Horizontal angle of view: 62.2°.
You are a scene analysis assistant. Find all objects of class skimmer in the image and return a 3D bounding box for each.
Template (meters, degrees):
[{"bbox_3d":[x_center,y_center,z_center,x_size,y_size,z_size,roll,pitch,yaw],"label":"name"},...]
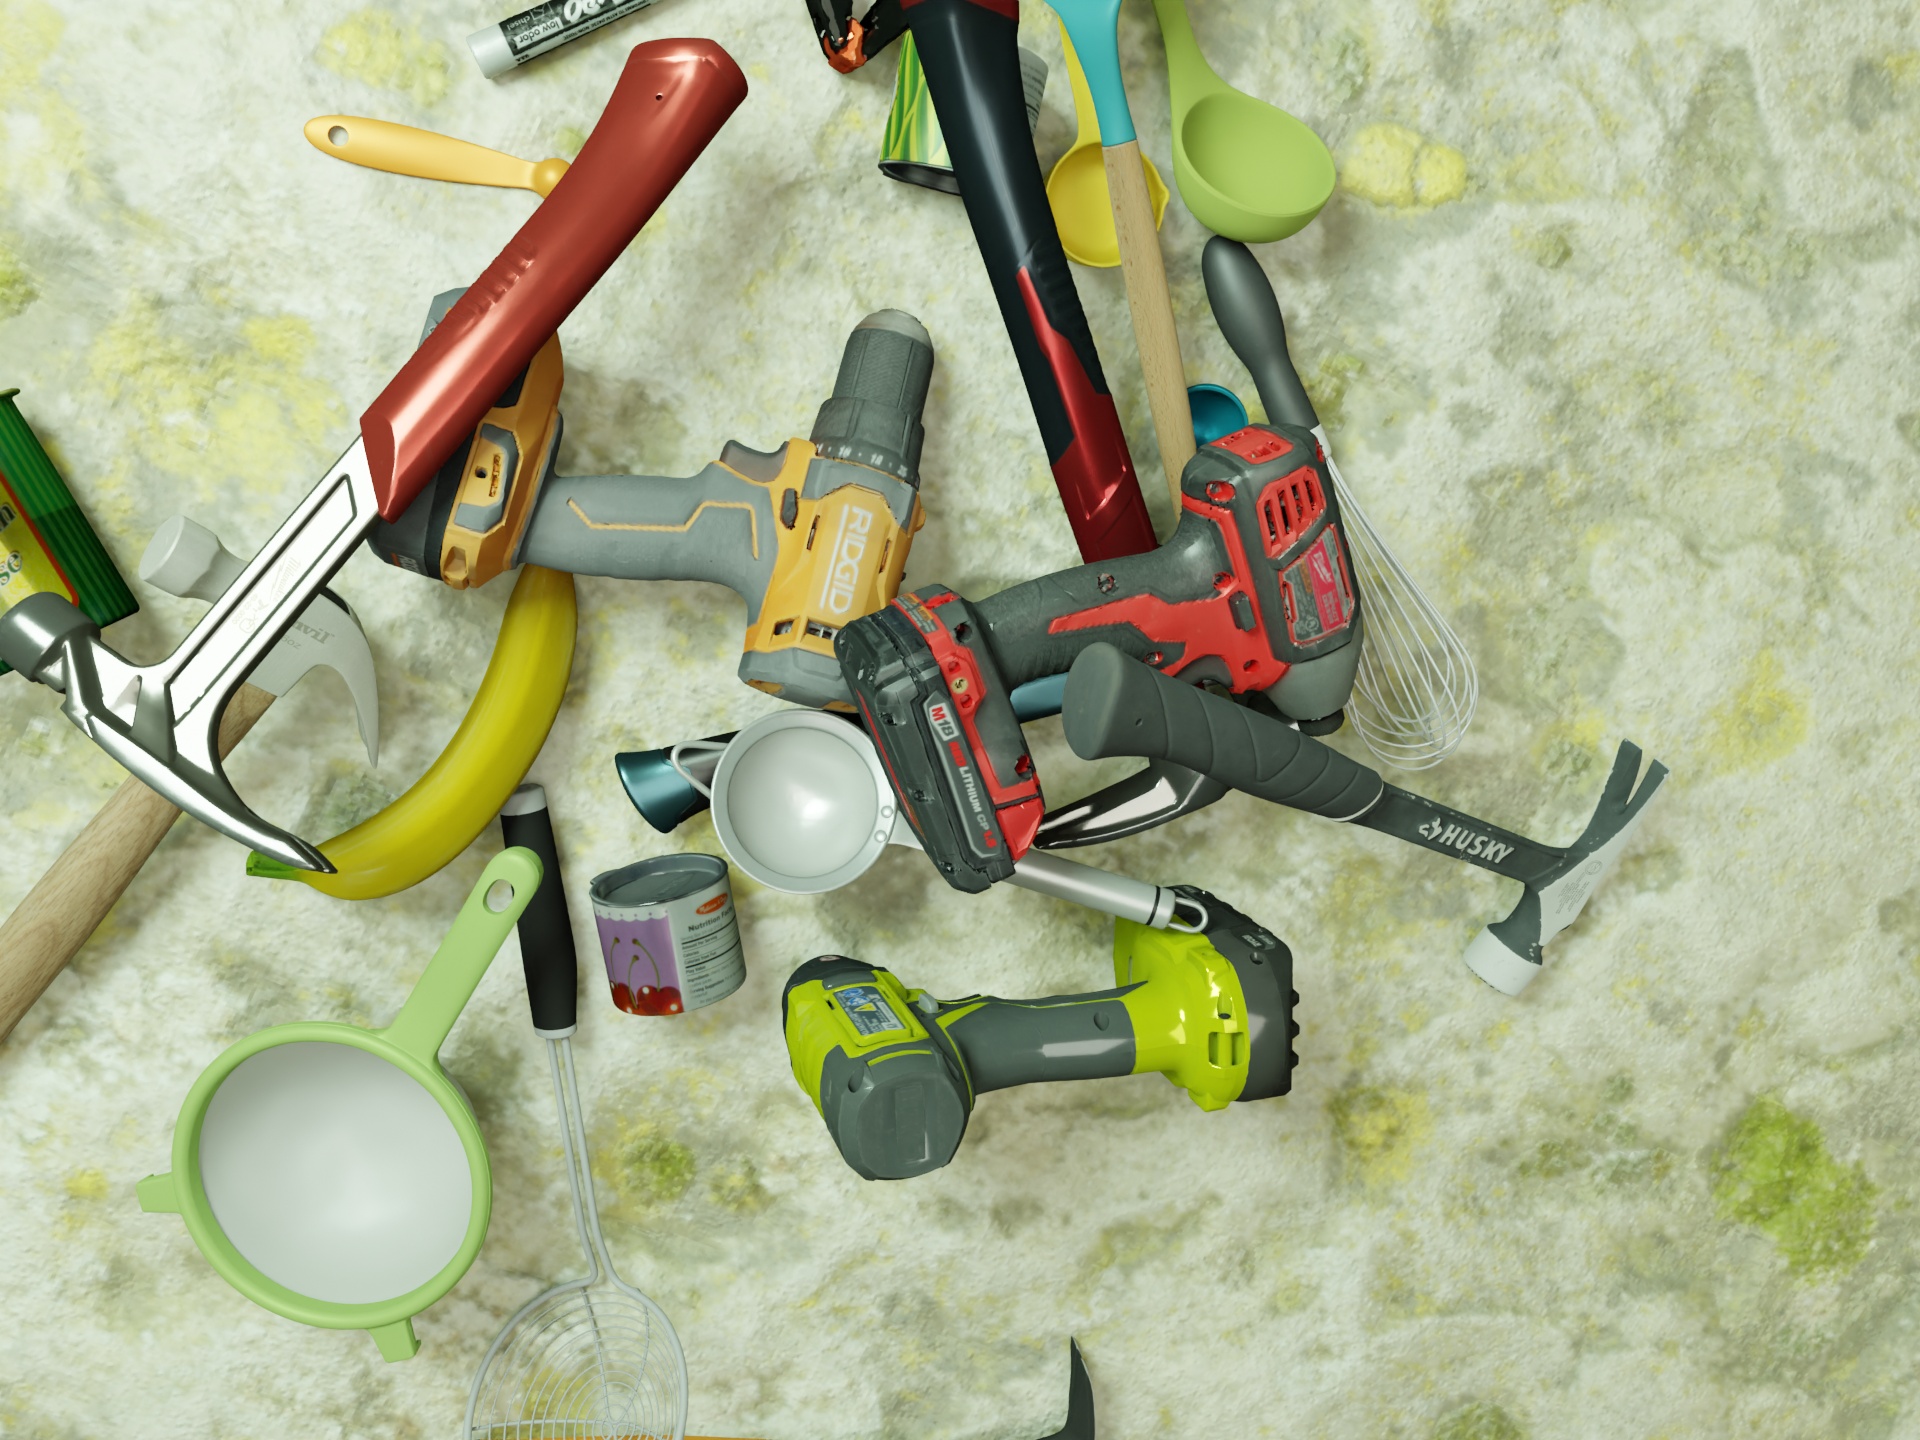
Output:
[{"bbox_3d":[-0.202,0.216,0.764,0.127,0.090,0.363,-1,102,23],"label":"skimmer"}]

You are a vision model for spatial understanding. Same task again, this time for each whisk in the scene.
[{"bbox_3d":[0.181,-0.104,0.780,0.070,0.070,0.284,-27,100,-3],"label":"whisk"}]

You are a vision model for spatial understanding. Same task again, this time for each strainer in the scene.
[{"bbox_3d":[-0.258,0.160,0.745,0.151,0.069,0.256,33,100,-2],"label":"strainer"},{"bbox_3d":[-0.009,0.058,0.737,0.258,0.050,0.087,17,73,-3],"label":"strainer"}]

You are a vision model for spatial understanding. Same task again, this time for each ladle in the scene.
[{"bbox_3d":[0.084,-0.361,0.690,0.078,0.062,0.320,-36,112,-29],"label":"ladle"}]

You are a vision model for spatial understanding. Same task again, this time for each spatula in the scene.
[{"bbox_3d":[0.082,-0.233,0.709,0.082,0.044,0.317,0,117,30],"label":"spatula"}]

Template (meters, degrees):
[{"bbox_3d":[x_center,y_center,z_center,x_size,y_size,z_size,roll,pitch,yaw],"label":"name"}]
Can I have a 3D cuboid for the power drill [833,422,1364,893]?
[{"bbox_3d":[0.070,-0.023,0.680,0.219,0.079,0.143,-25,117,-8],"label":"power drill"}]

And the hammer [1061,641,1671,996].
[{"bbox_3d":[0.192,0.035,0.721,0.408,0.036,0.149,19,110,-41],"label":"hammer"}]

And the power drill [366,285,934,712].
[{"bbox_3d":[-0.124,-0.118,0.702,0.226,0.084,0.185,16,81,-14],"label":"power drill"}]

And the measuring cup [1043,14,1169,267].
[{"bbox_3d":[0.057,-0.288,0.731,0.062,0.029,0.156,-10,102,-8],"label":"measuring cup"}]

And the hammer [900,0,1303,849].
[{"bbox_3d":[0.039,-0.124,0.703,0.143,0.038,0.386,-23,112,-2],"label":"hammer"}]

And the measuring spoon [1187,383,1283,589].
[{"bbox_3d":[0.136,-0.110,0.791,0.042,0.021,0.128,-15,116,22],"label":"measuring spoon"}]

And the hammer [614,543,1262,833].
[{"bbox_3d":[-0.001,-0.002,0.780,0.331,0.033,0.128,-14,105,-7],"label":"hammer"}]

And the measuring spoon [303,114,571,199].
[{"bbox_3d":[-0.227,-0.247,0.696,0.117,0.011,0.021,8,101,-12],"label":"measuring spoon"}]

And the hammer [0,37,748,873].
[{"bbox_3d":[-0.196,-0.120,0.620,0.149,0.036,0.359,37,81,-1],"label":"hammer"}]

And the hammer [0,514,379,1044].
[{"bbox_3d":[-0.383,0.065,0.712,0.331,0.031,0.129,-48,132,9],"label":"hammer"}]

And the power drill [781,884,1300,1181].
[{"bbox_3d":[0.031,0.140,0.758,0.223,0.171,0.080,-6,104,-18],"label":"power drill"}]

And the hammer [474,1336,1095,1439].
[{"bbox_3d":[-0.093,0.396,0.852,0.336,0.034,0.127,4,102,-11],"label":"hammer"}]
